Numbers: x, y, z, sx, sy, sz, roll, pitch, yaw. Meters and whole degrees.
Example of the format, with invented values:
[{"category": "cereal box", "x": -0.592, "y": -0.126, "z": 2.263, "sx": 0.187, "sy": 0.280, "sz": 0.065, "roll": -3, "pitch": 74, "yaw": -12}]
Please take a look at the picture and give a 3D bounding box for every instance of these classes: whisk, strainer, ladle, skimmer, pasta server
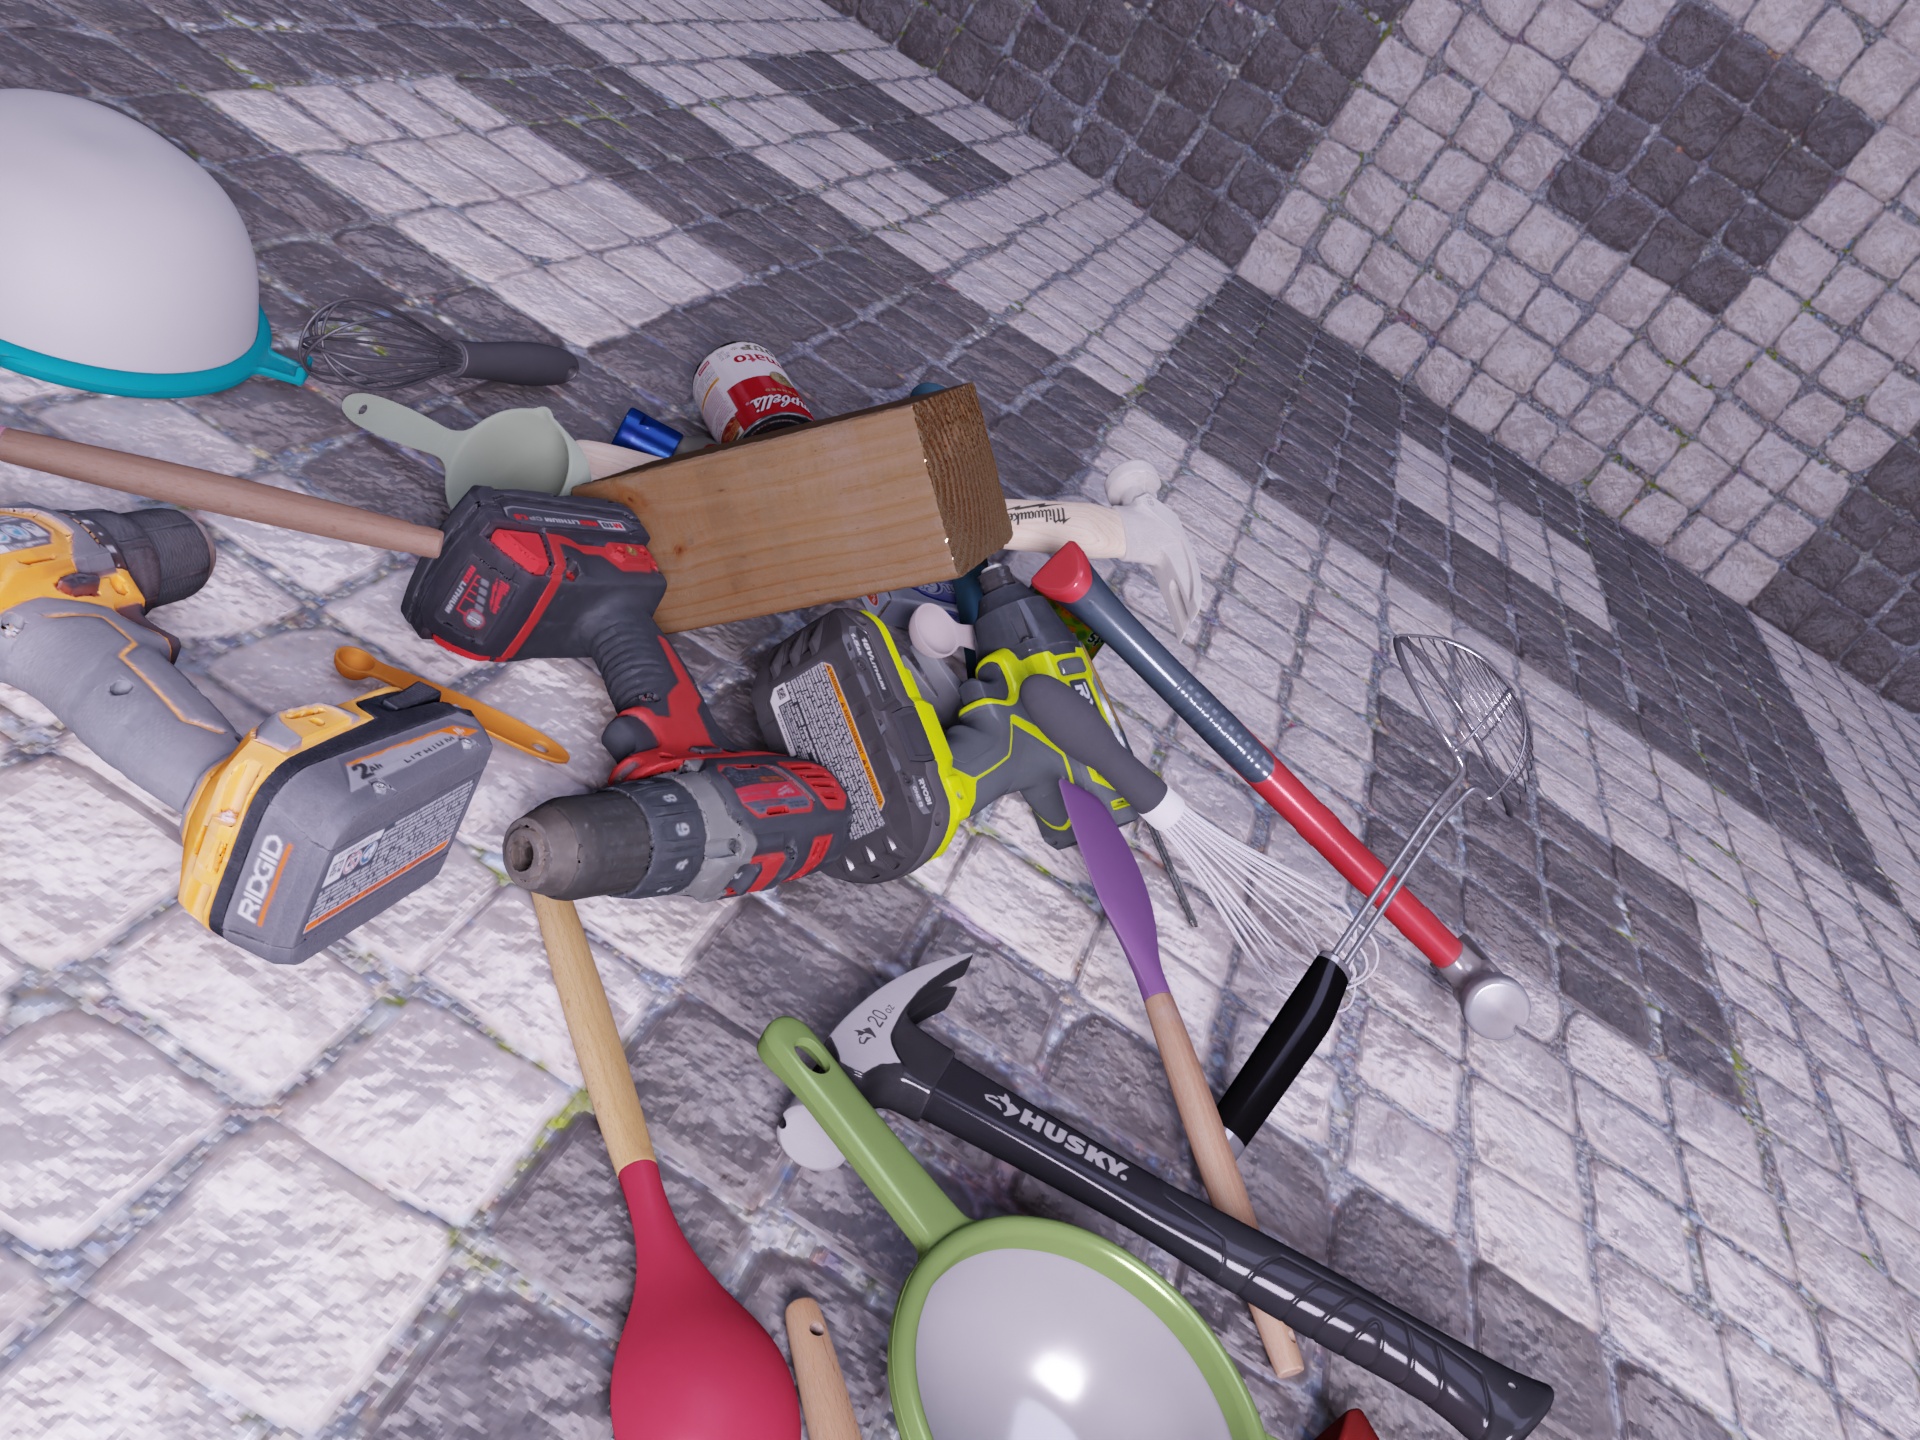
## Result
[{"category": "whisk", "x": 0.134, "y": 0.068, "z": 0.894, "sx": 0.284, "sy": 0.070, "sz": 0.070, "roll": 42, "pitch": 25, "yaw": -19}, {"category": "strainer", "x": -0.506, "y": -0.311, "z": 0.864, "sx": 0.341, "sy": 0.095, "sz": 0.211, "roll": 46, "pitch": 31, "yaw": 20}, {"category": "whisk", "x": -0.308, "y": -0.224, "z": 0.969, "sx": 0.055, "sy": 0.055, "sz": 0.239, "roll": 40, "pitch": 21, "yaw": 12}, {"category": "ladle", "x": -0.128, "y": 0.150, "z": 0.604, "sx": 0.069, "sy": 0.031, "sz": 0.316, "roll": 10, "pitch": 34, "yaw": -37}, {"category": "skimmer", "x": 0.216, "y": 0.091, "z": 0.880, "sx": 0.127, "sy": 0.090, "sz": 0.363, "roll": 50, "pitch": 63, "yaw": -18}, {"category": "pasta server", "x": -0.387, "y": -0.121, "z": 0.694, "sx": 0.316, "sy": 0.040, "sz": 0.060, "roll": 13, "pitch": 8, "yaw": -13}, {"category": "strainer", "x": -0.004, "y": 0.220, "z": 0.575, "sx": 0.257, "sy": 0.069, "sz": 0.151, "roll": 46, "pitch": 32, "yaw": 25}]

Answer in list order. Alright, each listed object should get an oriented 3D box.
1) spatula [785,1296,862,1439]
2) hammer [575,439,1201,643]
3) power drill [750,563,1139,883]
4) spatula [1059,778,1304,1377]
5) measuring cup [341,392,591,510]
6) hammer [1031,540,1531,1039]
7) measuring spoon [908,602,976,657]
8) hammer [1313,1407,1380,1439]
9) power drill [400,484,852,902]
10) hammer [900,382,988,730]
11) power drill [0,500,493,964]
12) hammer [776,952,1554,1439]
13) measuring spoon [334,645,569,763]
[{"category": "spatula", "x": -0.003, "y": 0.307, "z": 0.467, "sx": 0.082, "sy": 0.044, "sz": 0.318, "roll": 13, "pitch": 33, "yaw": -33}, {"category": "hammer", "x": -0.045, "y": -0.122, "z": 0.995, "sx": 0.410, "sy": 0.038, "sz": 0.146, "roll": 3, "pitch": 47, "yaw": -19}, {"category": "power drill", "x": -0.001, "y": -0.003, "z": 0.874, "sx": 0.223, "sy": 0.080, "sz": 0.171, "roll": -10, "pitch": 76, "yaw": -52}, {"category": "spatula", "x": 0.106, "y": 0.160, "z": 0.780, "sx": 0.059, "sy": 0.018, "sz": 0.316, "roll": 28, "pitch": 35, "yaw": -44}, {"category": "measuring cup", "x": -0.278, "y": -0.147, "z": 0.892, "sx": 0.168, "sy": 0.083, "sz": 0.038, "roll": 24, "pitch": -9, "yaw": 22}, {"category": "hammer", "x": 0.192, "y": 0.036, "z": 0.982, "sx": 0.386, "sy": 0.038, "sz": 0.143, "roll": 45, "pitch": 8, "yaw": -2}, {"category": "measuring spoon", "x": 0.011, "y": -0.046, "z": 0.976, "sx": 0.124, "sy": 0.018, "sz": 0.034, "roll": 9, "pitch": 62, "yaw": -46}, {"category": "hammer", "x": 0.240, "y": 0.414, "z": 0.557, "sx": 0.149, "sy": 0.036, "sz": 0.359, "roll": 5, "pitch": 40, "yaw": -42}, {"category": "power drill", "x": -0.171, "y": -0.006, "z": 0.742, "sx": 0.227, "sy": 0.080, "sz": 0.187, "roll": 50, "pitch": 27, "yaw": 22}, {"category": "hammer", "x": 0.005, "y": -0.109, "z": 1.068, "sx": 0.128, "sy": 0.033, "sz": 0.331, "roll": 17, "pitch": 44, "yaw": -30}, {"category": "power drill", "x": -0.302, "y": -0.014, "z": 0.629, "sx": 0.226, "sy": 0.084, "sz": 0.185, "roll": 30, "pitch": 20, "yaw": 5}, {"category": "hammer", "x": 0.094, "y": 0.212, "z": 0.680, "sx": 0.335, "sy": 0.035, "sz": 0.146, "roll": 28, "pitch": 27, "yaw": 7}, {"category": "measuring spoon", "x": -0.239, "y": -0.004, "z": 0.750, "sx": 0.116, "sy": 0.011, "sz": 0.021, "roll": 27, "pitch": 24, "yaw": -19}]
